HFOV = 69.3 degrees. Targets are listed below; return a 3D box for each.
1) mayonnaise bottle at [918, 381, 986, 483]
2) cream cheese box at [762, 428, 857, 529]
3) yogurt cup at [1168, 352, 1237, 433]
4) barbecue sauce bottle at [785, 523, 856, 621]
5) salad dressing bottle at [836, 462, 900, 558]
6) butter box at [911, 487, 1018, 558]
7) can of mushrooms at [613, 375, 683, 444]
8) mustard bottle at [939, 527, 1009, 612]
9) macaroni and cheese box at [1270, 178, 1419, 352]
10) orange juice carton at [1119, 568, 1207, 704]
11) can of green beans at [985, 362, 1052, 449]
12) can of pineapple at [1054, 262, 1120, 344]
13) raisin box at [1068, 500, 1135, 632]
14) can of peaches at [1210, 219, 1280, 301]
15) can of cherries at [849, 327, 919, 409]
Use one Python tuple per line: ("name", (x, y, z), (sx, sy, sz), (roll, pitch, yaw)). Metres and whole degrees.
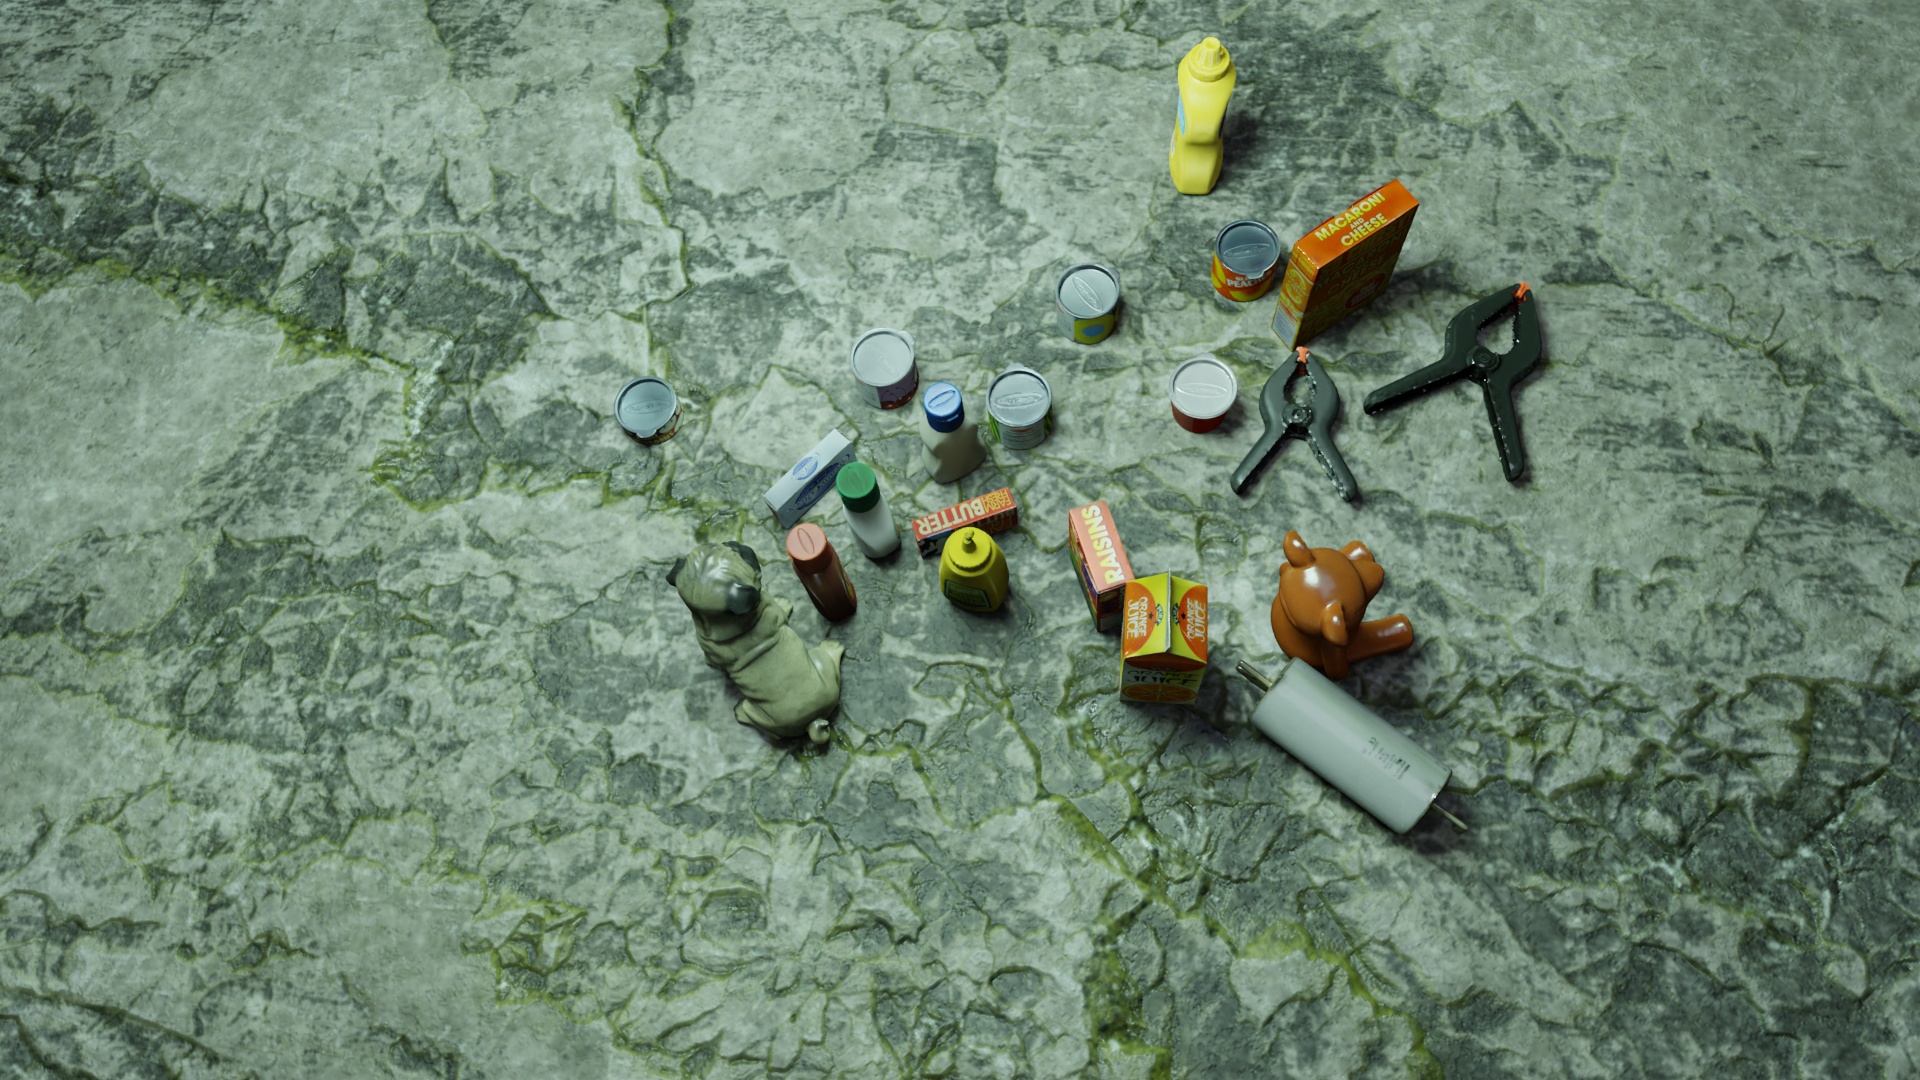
("mayonnaise bottle", (-0.011, -0.106, 1.352), (0.065, 0.147, 0.041), (-30, 70, -6))
("cream cheese box", (-0.150, -0.062, 1.397), (0.024, 0.053, 0.104), (42, 78, 17))
("yogurt cup", (0.242, -0.143, 1.396), (0.072, 0.053, 0.072), (-2, 69, 4))
("barbecue sauce bottle", (-0.133, 0.027, 1.311), (0.044, 0.148, 0.065), (-27, 70, -5))
("salad dressing bottle", (-0.090, -0.029, 1.329), (0.044, 0.147, 0.064), (-29, 70, -6))
("butter box", (0.005, -0.017, 1.367), (0.103, 0.053, 0.024), (-20, 69, -3))
("can of mushrooms", (-0.325, -0.133, 1.450), (0.071, 0.033, 0.071), (-2, 69, 4))
("mustard bottle", (0.010, 0.022, 1.294), (0.065, 0.159, 0.049), (15, 71, 10))
("macaroni and cheese box", (0.376, -0.269, 1.373), (0.124, 0.166, 0.040), (-33, 70, -8))
("orange juice carton", (0.181, 0.088, 1.237), (0.073, 0.192, 0.072), (3, 70, 6))
("can of green beans", (0.060, -0.133, 1.405), (0.071, 0.057, 0.071), (-2, 69, 4))
("can of pineapple", (0.134, -0.246, 1.442), (0.071, 0.057, 0.071), (-2, 69, 4))
("raisin box", (0.131, 0.025, 1.303), (0.040, 0.123, 0.086), (-17, 69, -2))
("can of peaches", (0.296, -0.288, 1.445), (0.071, 0.058, 0.071), (-2, 69, 4))
("can of cherries", (-0.075, -0.178, 1.433), (0.071, 0.058, 0.072), (-2, 69, 4))
